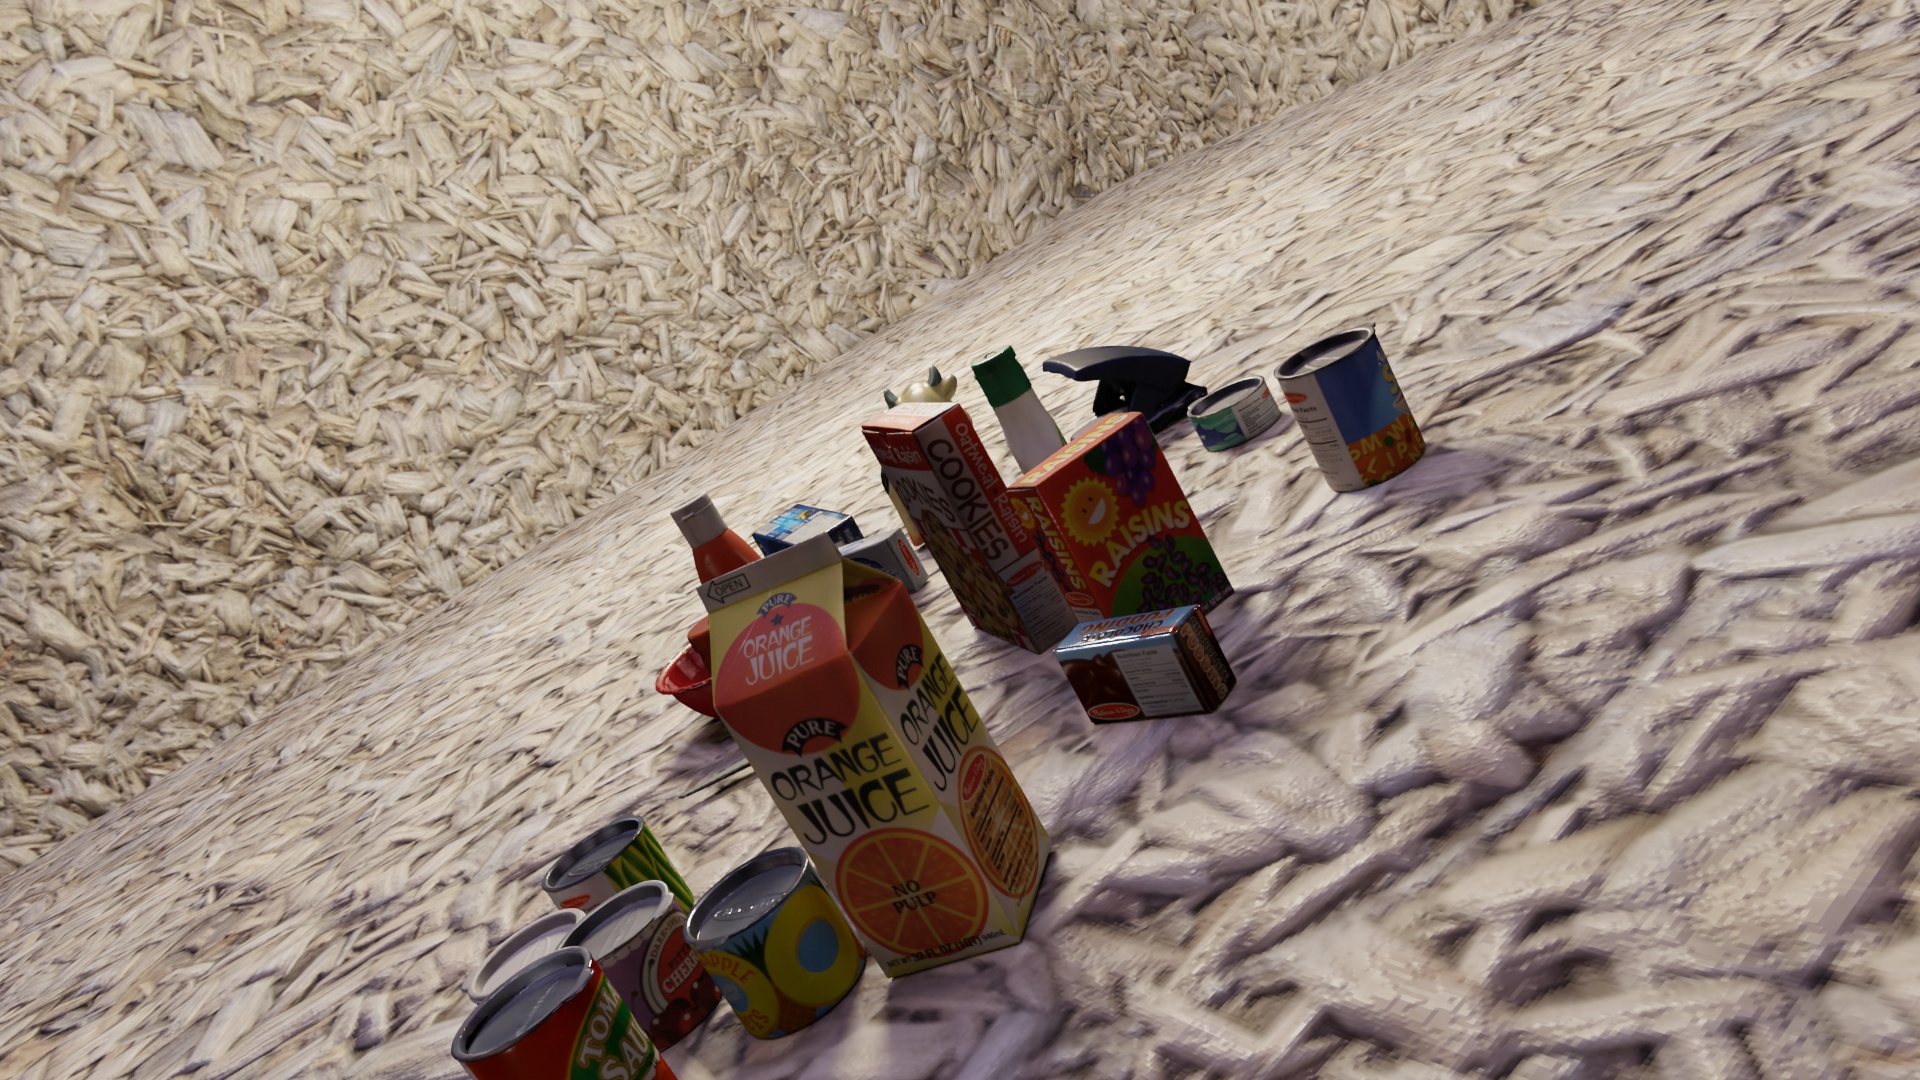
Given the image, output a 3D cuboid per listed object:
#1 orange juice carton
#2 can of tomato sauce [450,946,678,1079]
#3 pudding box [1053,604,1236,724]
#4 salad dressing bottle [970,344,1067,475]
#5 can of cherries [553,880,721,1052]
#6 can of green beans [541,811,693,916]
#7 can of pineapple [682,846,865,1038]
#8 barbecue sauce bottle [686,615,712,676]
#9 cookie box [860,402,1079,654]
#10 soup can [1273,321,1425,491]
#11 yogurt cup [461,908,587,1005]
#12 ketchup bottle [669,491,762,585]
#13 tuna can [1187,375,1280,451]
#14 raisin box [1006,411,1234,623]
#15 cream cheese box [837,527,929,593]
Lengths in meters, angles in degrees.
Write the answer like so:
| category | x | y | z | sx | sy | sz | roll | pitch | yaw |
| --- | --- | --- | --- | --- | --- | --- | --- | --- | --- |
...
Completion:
| category | x | y | z | sx | sy | sz | roll | pitch | yaw |
| --- | --- | --- | --- | --- | --- | --- | --- | --- | --- |
| orange juice carton | -0.040 | 0.089 | 0.611 | 0.071 | 0.192 | 0.073 | -23 | 15 | 24 |
| can of tomato sauce | -0.164 | 0.228 | 0.595 | 0.071 | 0.083 | 0.071 | -28 | 14 | 8 |
| pudding box | 0.095 | 0.065 | 0.722 | 0.083 | 0.049 | 0.030 | -14 | 20 | 45 |
| salad dressing bottle | 0.058 | -0.083 | 1.101 | 0.044 | 0.147 | 0.064 | -29 | 14 | 3 |
| can of cherries | -0.157 | 0.212 | 0.686 | 0.071 | 0.058 | 0.072 | -27 | 14 | 8 |
| can of green beans | -0.196 | 0.201 | 0.798 | 0.071 | 0.057 | 0.071 | -27 | 14 | 8 |
| can of pineapple | -0.086 | 0.186 | 0.640 | 0.071 | 0.057 | 0.071 | -27 | 14 | 8 |
| barbecue sauce bottle | -0.095 | 0.103 | 0.756 | 0.044 | 0.148 | 0.065 | -30 | 14 | -2 |
| cookie box | 0.003 | -0.012 | 0.922 | 0.040 | 0.167 | 0.123 | -33 | 14 | -14 |
| soup can | 0.247 | -0.084 | 0.870 | 0.071 | 0.083 | 0.071 | -28 | 14 | 8 |
| yogurt cup | -0.213 | 0.234 | 0.725 | 0.072 | 0.054 | 0.072 | -27 | 14 | 8 |
| ketchup bottle | -0.199 | 0.029 | 1.211 | 0.064 | 0.148 | 0.044 | -27 | 14 | 10 |
| tuna can | 0.213 | -0.099 | 1.092 | 0.071 | 0.032 | 0.071 | -27 | 14 | 8 |
| raisin box | 0.093 | 0.000 | 0.801 | 0.086 | 0.123 | 0.040 | -35 | 15 | -21 |
| cream cheese box | -0.080 | 0.027 | 1.180 | 0.103 | 0.053 | 0.024 | -17 | 18 | 39 |
